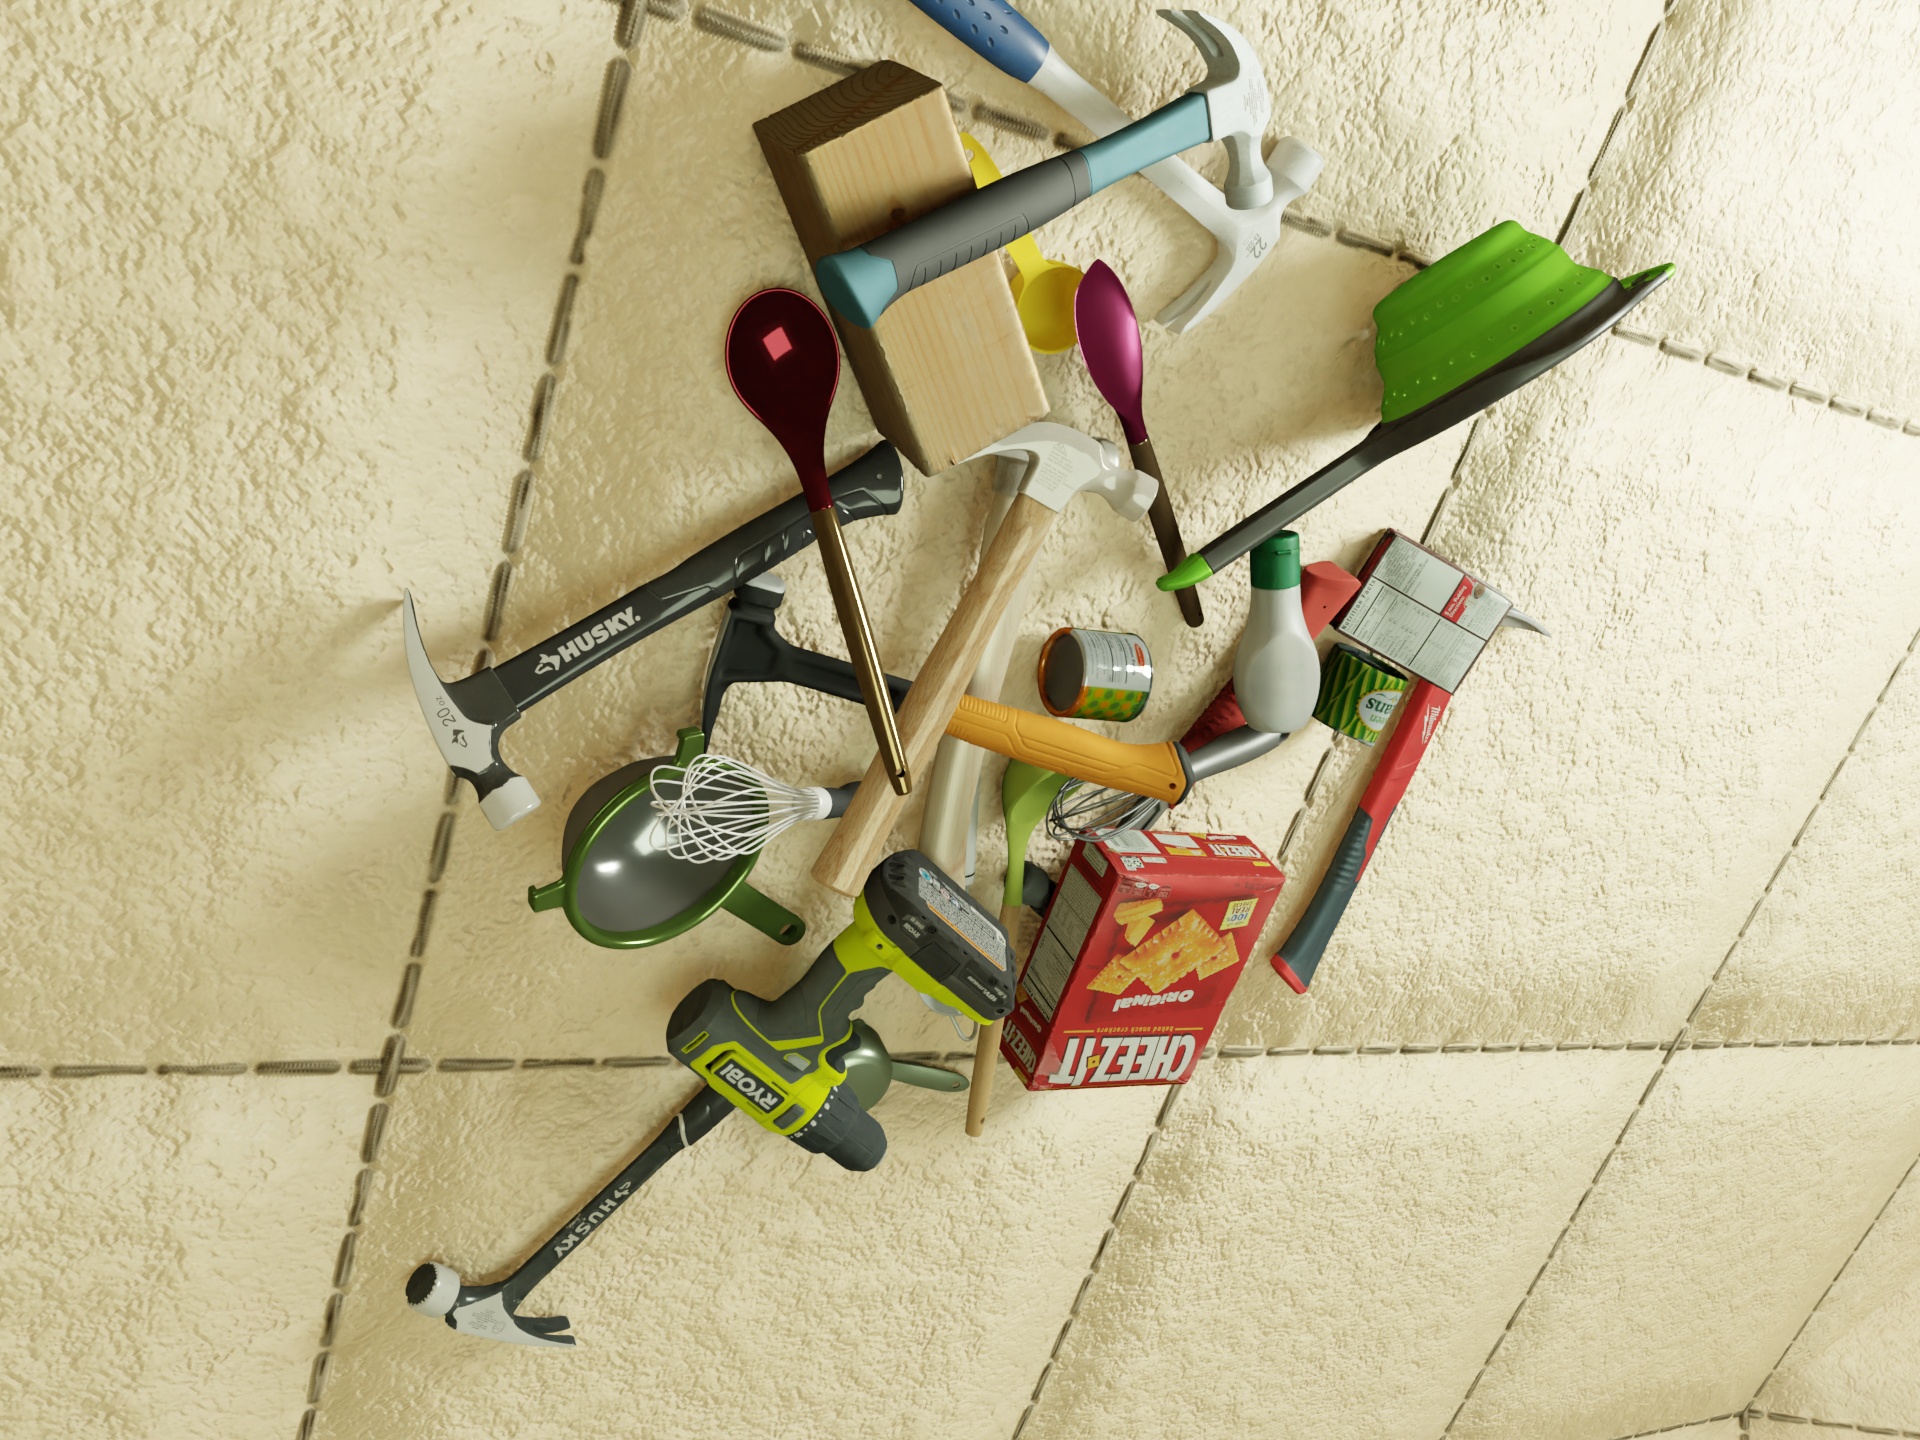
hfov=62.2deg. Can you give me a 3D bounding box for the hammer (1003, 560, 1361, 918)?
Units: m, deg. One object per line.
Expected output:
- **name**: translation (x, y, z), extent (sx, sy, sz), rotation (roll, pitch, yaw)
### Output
- **hammer**: translation (0.192, 0.028, 1.255), extent (0.149, 0.037, 0.359), rotation (32, 101, -38)

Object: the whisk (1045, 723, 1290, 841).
- **whisk**: translation (0.159, 0.037, 1.177), extent (0.239, 0.055, 0.055), rotation (-20, 127, -31)

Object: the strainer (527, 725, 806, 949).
- **strainer**: translation (-0.185, 0.094, 1.088), extent (0.151, 0.069, 0.256), rotation (-47, 146, -3)

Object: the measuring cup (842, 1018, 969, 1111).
- **measuring cup**: translation (-0.054, 0.292, 1.280), extent (0.167, 0.038, 0.083), rotation (18, 108, -32)

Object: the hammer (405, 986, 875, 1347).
- **hammer**: translation (-0.223, 0.330, 1.218), extent (0.409, 0.036, 0.149), rotation (-43, 130, 1)

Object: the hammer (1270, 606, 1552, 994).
- **hammer**: translation (0.374, 0.071, 1.377), extent (0.143, 0.038, 0.386), rotation (7, 115, -33)

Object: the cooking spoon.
- **cooking spoon**: translation (0.126, -0.174, 1.088), extent (0.069, 0.017, 0.318), rotation (-60, 143, -29)

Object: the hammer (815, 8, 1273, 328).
- **hammer**: translation (0.057, -0.299, 0.890), extent (0.331, 0.033, 0.128), rotation (-34, 128, -27)

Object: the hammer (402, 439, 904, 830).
- **hammer**: translation (-0.176, -0.082, 0.968), extent (0.335, 0.035, 0.146), rotation (-33, 92, -17)

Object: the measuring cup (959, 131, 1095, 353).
- **measuring cup**: translation (0.031, -0.296, 0.982), extent (0.062, 0.029, 0.156), rotation (-38, 126, -3)

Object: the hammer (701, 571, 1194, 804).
- **hammer**: translation (-0.004, 0.004, 1.065), extent (0.336, 0.034, 0.127), rotation (16, 112, -11)

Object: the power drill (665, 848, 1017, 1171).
- **power drill**: translation (-0.070, 0.217, 1.138), extent (0.228, 0.080, 0.190), rotation (-41, 110, 18)

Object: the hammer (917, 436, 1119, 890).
- **hammer**: translation (-0.002, -0.004, 1.111), extent (0.146, 0.038, 0.410), rotation (2, 112, -27)

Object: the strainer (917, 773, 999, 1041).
- **strainer**: translation (0.001, 0.124, 1.210), extent (0.087, 0.050, 0.258), rotation (-11, 117, -28)

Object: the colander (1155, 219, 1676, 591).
- **colander**: translation (0.285, -0.230, 1.099), extent (0.397, 0.204, 0.094), rotation (-34, 96, 4)

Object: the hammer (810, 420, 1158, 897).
- **hammer**: translation (-0.007, -0.039, 1.015), extent (0.130, 0.031, 0.331), rotation (28, 93, -15)

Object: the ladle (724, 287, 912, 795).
- **ladle**: translation (-0.076, -0.104, 0.969), extent (0.069, 0.031, 0.315), rotation (-17, 100, -9)

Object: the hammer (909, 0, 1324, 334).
- **hammer**: translation (0.049, -0.376, 0.937), extent (0.405, 0.035, 0.144), rotation (25, 104, -36)

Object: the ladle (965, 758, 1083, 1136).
- **ladle**: translation (0.044, 0.167, 1.199), extent (0.078, 0.062, 0.320), rotation (-3, 105, -53)

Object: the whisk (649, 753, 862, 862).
- **whisk**: translation (-0.112, 0.054, 1.028), extent (0.070, 0.070, 0.284), rotation (-57, 160, 12)
